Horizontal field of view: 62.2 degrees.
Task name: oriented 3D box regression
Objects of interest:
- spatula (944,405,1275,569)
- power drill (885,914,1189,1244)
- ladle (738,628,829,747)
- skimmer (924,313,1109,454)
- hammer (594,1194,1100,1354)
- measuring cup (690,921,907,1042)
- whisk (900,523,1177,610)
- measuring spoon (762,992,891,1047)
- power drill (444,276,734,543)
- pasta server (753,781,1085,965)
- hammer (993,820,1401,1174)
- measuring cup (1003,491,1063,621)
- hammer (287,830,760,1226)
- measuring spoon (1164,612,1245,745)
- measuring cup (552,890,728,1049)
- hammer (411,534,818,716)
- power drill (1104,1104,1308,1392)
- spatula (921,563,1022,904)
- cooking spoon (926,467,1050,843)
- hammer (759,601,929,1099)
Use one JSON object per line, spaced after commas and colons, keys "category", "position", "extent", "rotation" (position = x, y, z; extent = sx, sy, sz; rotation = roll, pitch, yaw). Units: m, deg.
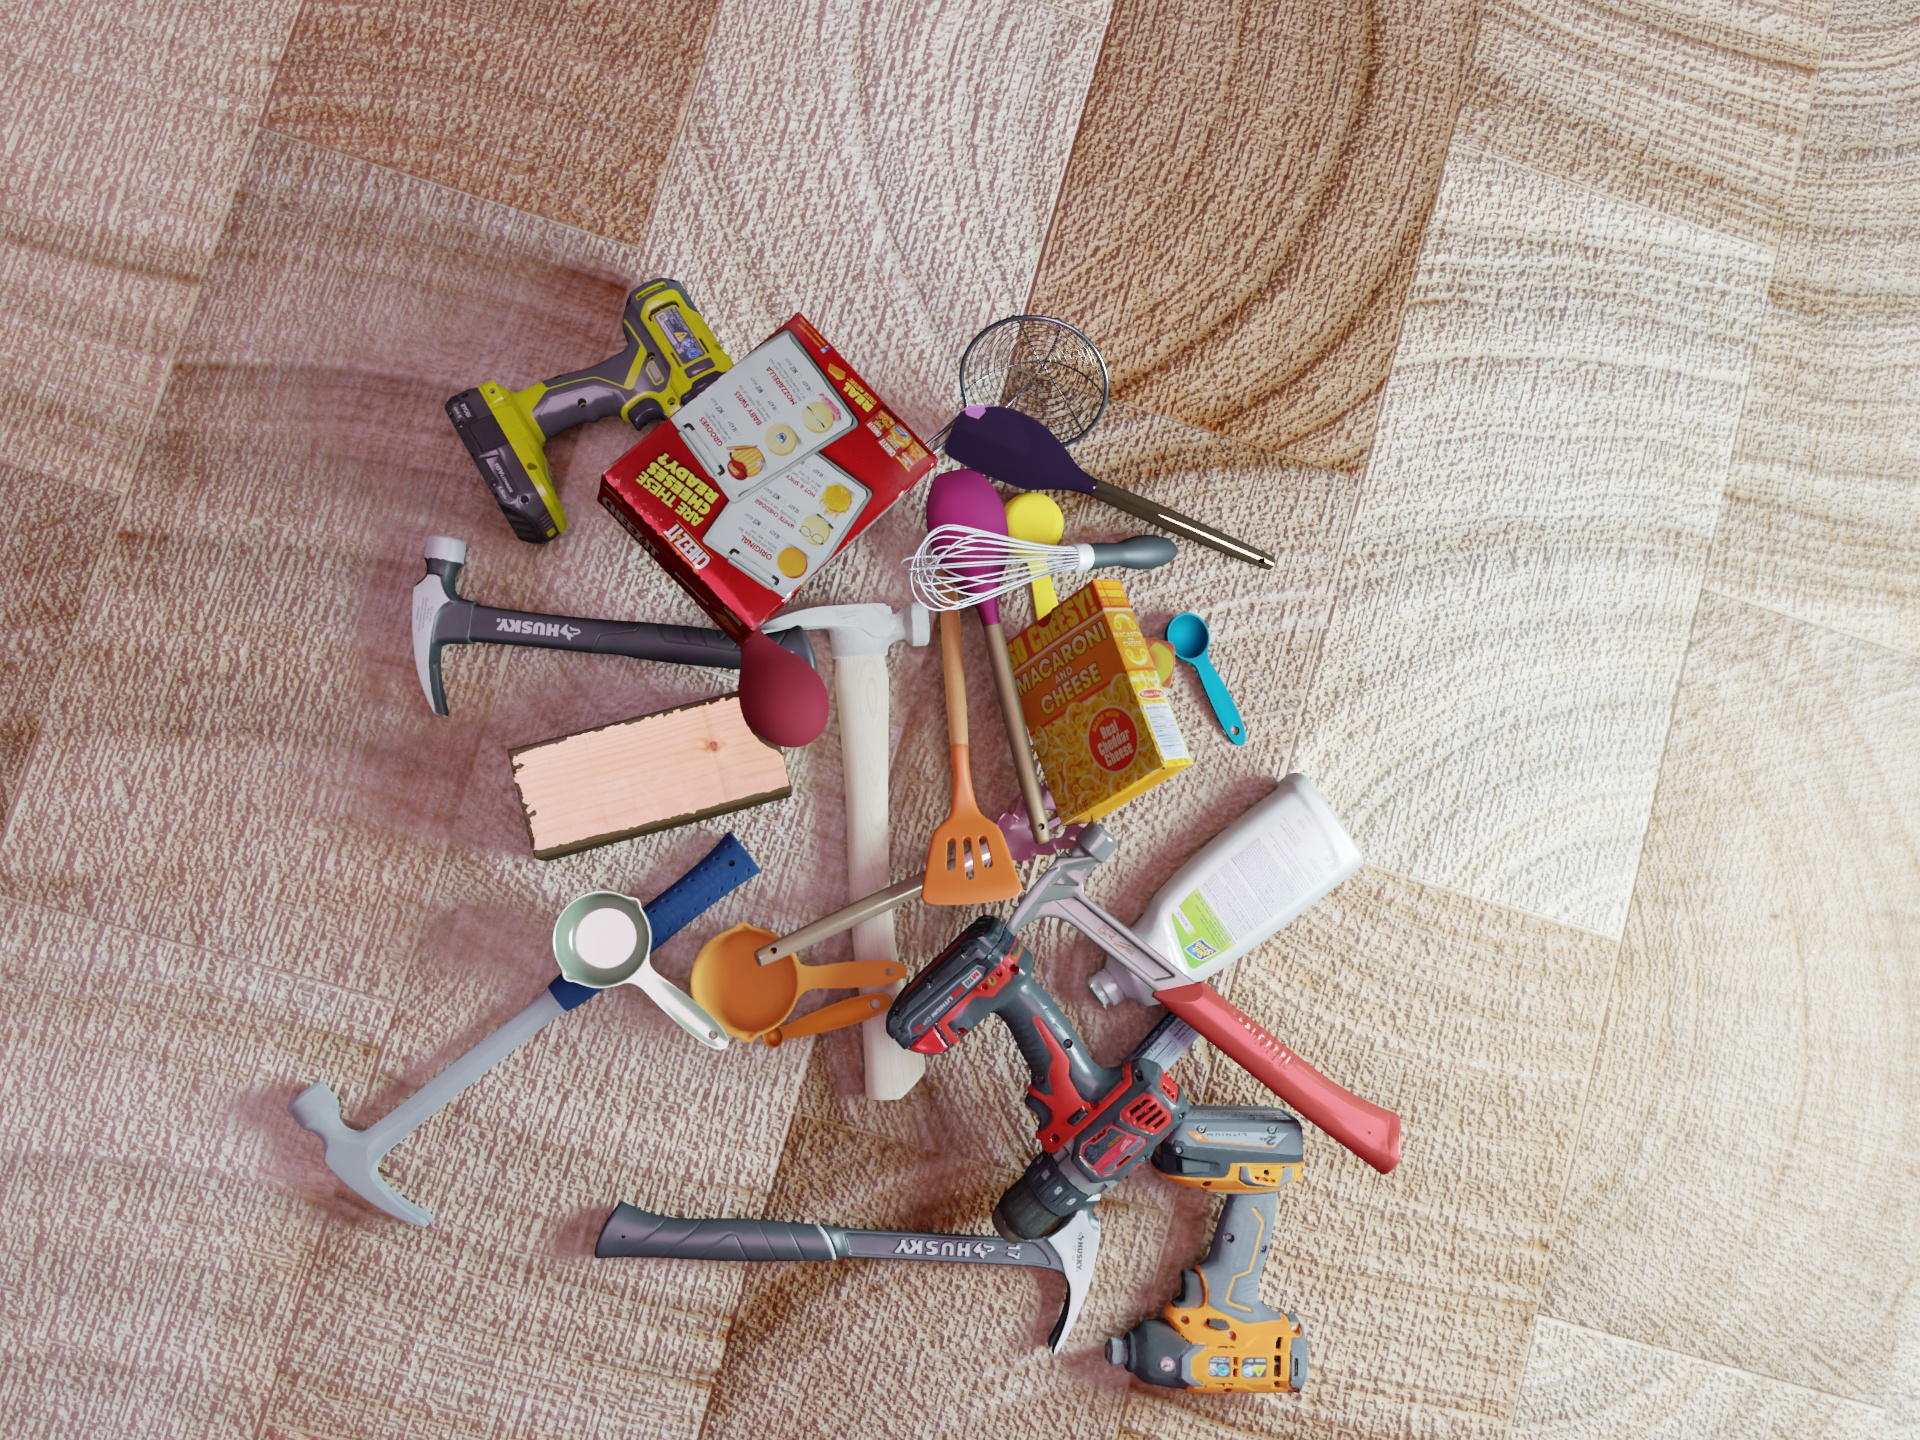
{"category": "spatula", "position": [0.135, -0.192, 1.355], "extent": [0.315, 0.018, 0.059], "rotation": [21, 106, -18]}
{"category": "power drill", "position": [0.043, 0.289, 1.258], "extent": [0.226, 0.080, 0.188], "rotation": [45, 102, 0]}
{"category": "ladle", "position": [-0.193, -0.112, 1.288], "extent": [0.069, 0.031, 0.316], "rotation": [-21, 65, -21]}
{"category": "skimmer", "position": [-0.040, -0.205, 1.335], "extent": [0.363, 0.090, 0.127], "rotation": [-39, 119, -7]}
{"category": "hammer", "position": [-0.089, 0.431, 1.296], "extent": [0.409, 0.036, 0.149], "rotation": [4, 85, -6]}
{"category": "measuring cup", "position": [-0.130, 0.208, 1.296], "extent": [0.173, 0.052, 0.095], "rotation": [-4, 85, -3]}
{"category": "whisk", "position": [0.073, -0.133, 1.314], "extent": [0.284, 0.070, 0.070], "rotation": [-9, 85, -36]}
{"category": "measuring spoon", "position": [-0.109, 0.244, 1.304], "extent": [0.117, 0.011, 0.021], "rotation": [-20, 85, 13]}
{"category": "power drill", "position": [-0.288, -0.246, 1.305], "extent": [0.223, 0.080, 0.171], "rotation": [-30, 75, -10]}
{"category": "pasta server", "position": [-0.024, 0.127, 1.296], "extent": [0.316, 0.040, 0.060], "rotation": [-23, 76, -24]}
{"category": "hammer", "position": [0.198, 0.247, 1.284], "extent": [0.359, 0.036, 0.149], "rotation": [38, 92, 6]}
{"category": "measuring cup", "position": [0.072, -0.122, 1.369], "extent": [0.062, 0.029, 0.156], "rotation": [-12, 84, -8]}
{"category": "hammer", "position": [-0.331, 0.237, 1.284], "extent": [0.405, 0.035, 0.144], "rotation": [-38, 90, -9]}
{"category": "measuring spoon", "position": [0.214, -0.034, 1.389], "extent": [0.042, 0.021, 0.128], "rotation": [-30, 98, -21]}
{"category": "measuring cup", "position": [-0.248, 0.202, 1.261], "extent": [0.167, 0.038, 0.083], "rotation": [42, 81, -3]}
{"category": "hammer", "position": [-0.282, -0.062, 1.301], "extent": [0.335, 0.035, 0.146], "rotation": [6, 84, 1]}
{"category": "power drill", "position": [0.202, 0.437, 1.308], "extent": [0.164, 0.084, 0.226], "rotation": [2, 88, -6]}
{"category": "spatula", "position": [-0.002, -0.004, 1.319], "extent": [0.081, 0.041, 0.323], "rotation": [-4, 74, -1]}
{"category": "cooking spoon", "position": [0.032, -0.054, 1.316], "extent": [0.068, 0.017, 0.319], "rotation": [-13, 87, -11]}
{"category": "hammer", "position": [-0.086, 0.107, 1.326], "extent": [0.146, 0.038, 0.411], "rotation": [-4, 85, -6]}
